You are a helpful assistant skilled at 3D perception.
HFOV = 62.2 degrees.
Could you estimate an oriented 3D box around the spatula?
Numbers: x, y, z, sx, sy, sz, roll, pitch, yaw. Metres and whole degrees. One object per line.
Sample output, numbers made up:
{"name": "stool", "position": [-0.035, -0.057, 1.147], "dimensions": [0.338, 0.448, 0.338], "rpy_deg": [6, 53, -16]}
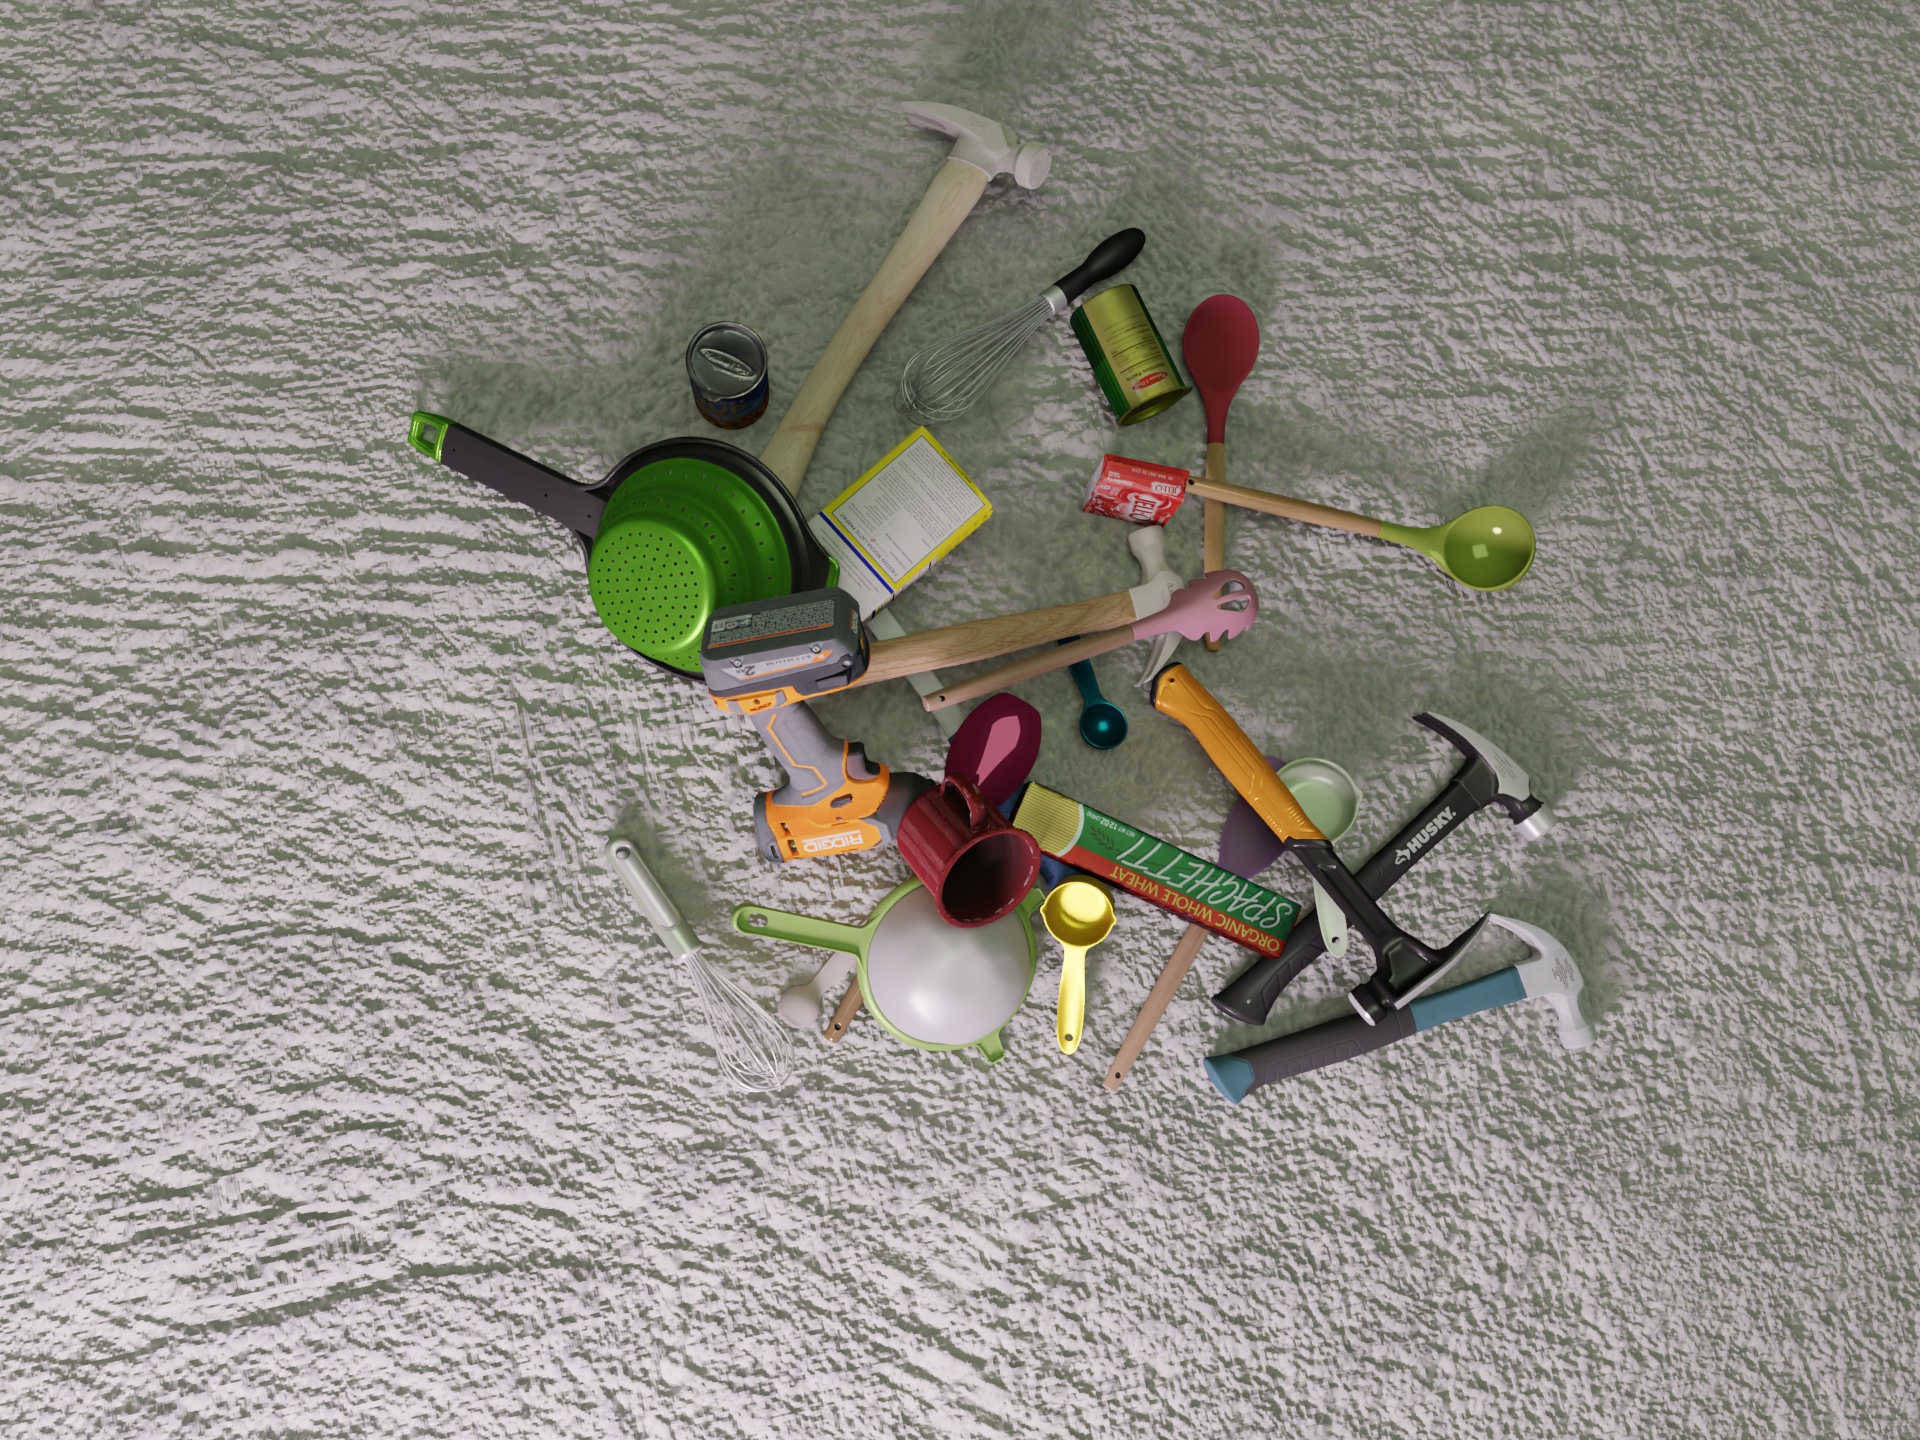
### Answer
{"name": "spatula", "position": [0.204, 0.172, 1.336], "dimensions": [0.060, 0.018, 0.316], "rpy_deg": [33, 79, -2]}

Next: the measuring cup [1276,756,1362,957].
{"name": "measuring cup", "position": [0.299, 0.115, 1.315], "dimensions": [0.083, 0.038, 0.168], "rpy_deg": [-10, 73, 12]}

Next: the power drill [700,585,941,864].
{"name": "power drill", "position": [-0.099, 0.011, 1.232], "dimensions": [0.164, 0.226, 0.084], "rpy_deg": [-10, 39, 6]}

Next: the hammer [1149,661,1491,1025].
{"name": "hammer", "position": [0.274, 0.077, 1.293], "dimensions": [0.127, 0.034, 0.337], "rpy_deg": [-38, 67, 1]}

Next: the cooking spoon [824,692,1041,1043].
{"name": "cooking spoon", "position": [-0.027, 0.122, 1.297], "dimensions": [0.069, 0.017, 0.319], "rpy_deg": [29, 89, 2]}

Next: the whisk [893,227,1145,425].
{"name": "whisk", "position": [0.057, -0.347, 1.381], "dimensions": [0.284, 0.070, 0.070], "rpy_deg": [-39, 87, -14]}

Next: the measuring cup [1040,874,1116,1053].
{"name": "measuring cup", "position": [0.095, 0.198, 1.301], "dimensions": [0.062, 0.029, 0.156], "rpy_deg": [7, 110, 11]}

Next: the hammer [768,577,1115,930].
{"name": "hammer", "position": [-0.002, -0.004, 1.333], "dimensions": [0.144, 0.035, 0.405], "rpy_deg": [-36, 86, -9]}

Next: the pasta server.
{"name": "pasta server", "position": [0.113, -0.062, 1.308], "dimensions": [0.316, 0.040, 0.060], "rpy_deg": [-20, 84, -16]}

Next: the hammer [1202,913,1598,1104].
{"name": "hammer", "position": [0.364, 0.254, 1.332], "dimensions": [0.331, 0.033, 0.128], "rpy_deg": [-16, 84, -8]}

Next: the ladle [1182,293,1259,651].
{"name": "ladle", "position": [0.225, -0.216, 1.392], "dimensions": [0.069, 0.031, 0.315], "rpy_deg": [3, 83, -5]}

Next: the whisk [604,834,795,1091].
{"name": "whisk", "position": [-0.213, 0.194, 1.278], "dimensions": [0.058, 0.059, 0.246], "rpy_deg": [-33, 81, -21]}

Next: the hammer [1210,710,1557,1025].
{"name": "hammer", "position": [0.342, 0.135, 1.347], "dimensions": [0.335, 0.035, 0.146], "rpy_deg": [-40, 88, -9]}

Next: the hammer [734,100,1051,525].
{"name": "hammer", "position": [-0.087, -0.346, 1.365], "dimensions": [0.146, 0.038, 0.411], "rpy_deg": [29, 84, 21]}

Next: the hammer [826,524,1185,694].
{"name": "hammer", "position": [0.040, -0.070, 1.317], "dimensions": [0.331, 0.031, 0.130], "rpy_deg": [-13, 82, -19]}

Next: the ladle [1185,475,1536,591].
{"name": "ladle", "position": [0.340, -0.175, 1.370], "dimensions": [0.320, 0.062, 0.078], "rpy_deg": [12, 80, -7]}

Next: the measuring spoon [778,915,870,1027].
{"name": "measuring spoon", "position": [-0.101, 0.201, 1.301], "dimensions": [0.034, 0.018, 0.124], "rpy_deg": [43, 79, 2]}

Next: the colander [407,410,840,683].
{"name": "colander", "position": [-0.295, -0.150, 1.263], "dimensions": [0.397, 0.094, 0.204], "rpy_deg": [26, 115, 11]}

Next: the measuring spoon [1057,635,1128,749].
{"name": "measuring spoon", "position": [0.104, -0.032, 1.360], "dimensions": [0.042, 0.021, 0.129], "rpy_deg": [-16, 74, -17]}

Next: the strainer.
{"name": "strainer", "position": [-0.053, 0.185, 1.251], "dimensions": [0.256, 0.069, 0.151], "rpy_deg": [14, 92, -16]}
